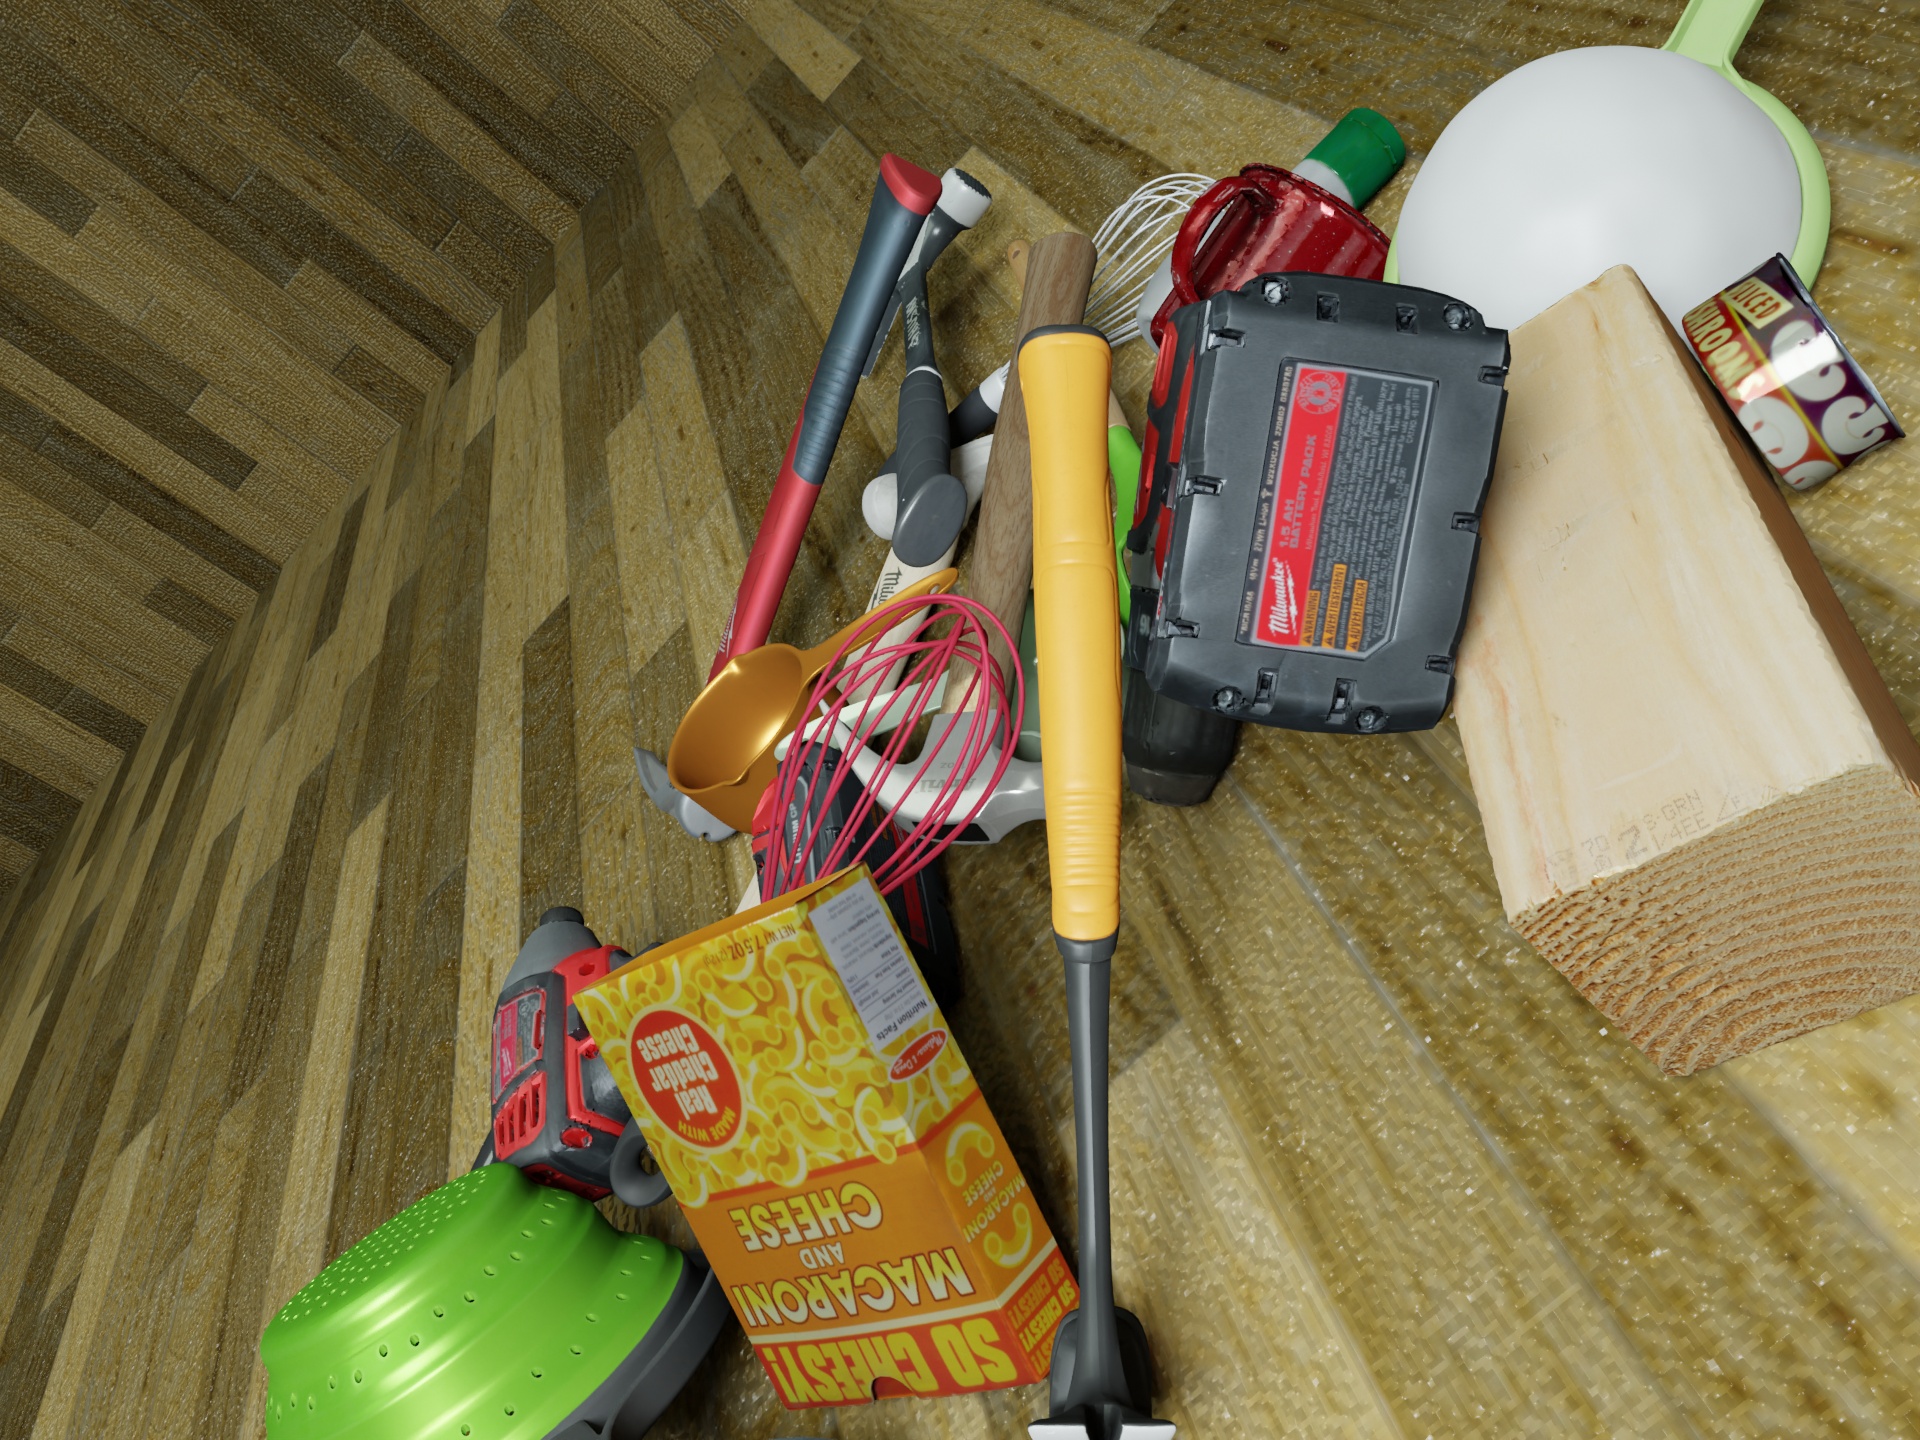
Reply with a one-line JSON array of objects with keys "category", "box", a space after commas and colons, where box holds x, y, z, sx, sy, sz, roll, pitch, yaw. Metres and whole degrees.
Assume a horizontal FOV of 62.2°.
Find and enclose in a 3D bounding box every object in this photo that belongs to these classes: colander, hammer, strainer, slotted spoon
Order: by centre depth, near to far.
[{"category": "hammer", "box": [0.035, 0.033, 0.470, 0.034, 0.127, 0.337, -2, 73, 4]}, {"category": "colander", "box": [-0.160, 0.224, 0.538, 0.204, 0.094, 0.397, -34, 6, -28]}, {"category": "strainer", "box": [0.238, -0.223, 0.548, 0.152, 0.069, 0.256, 29, 91, 37]}, {"category": "hammer", "box": [0.022, -0.095, 0.705, 0.130, 0.031, 0.332, -5, 55, 24]}, {"category": "slotted spoon", "box": [0.065, -0.148, 0.760, 0.070, 0.031, 0.314, -40, 42, 22]}, {"category": "hammer", "box": [-0.061, 0.026, 0.802, 0.146, 0.038, 0.411, -9, 51, 48]}, {"category": "hammer", "box": [-0.099, -0.130, 0.907, 0.143, 0.038, 0.386, 29, 99, 64]}, {"category": "hammer", "box": [-0.027, -0.199, 0.920, 0.149, 0.036, 0.409, -49, 23, 26]}]

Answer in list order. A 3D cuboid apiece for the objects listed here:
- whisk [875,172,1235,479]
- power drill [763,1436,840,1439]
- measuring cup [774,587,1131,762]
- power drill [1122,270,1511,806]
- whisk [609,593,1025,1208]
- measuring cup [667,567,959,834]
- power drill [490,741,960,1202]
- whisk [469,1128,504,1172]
[{"category": "whisk", "box": [0.046, -0.203, 0.885, 0.284, 0.070, 0.070, -34, 34, 37]}, {"category": "power drill", "box": [-0.113, 0.334, 0.502, 0.223, 0.080, 0.171, -26, 43, 33]}, {"category": "measuring cup", "box": [-0.001, -0.002, 0.700, 0.167, 0.038, 0.083, -18, 49, 17]}, {"category": "power drill", "box": [0.092, -0.048, 0.519, 0.227, 0.080, 0.188, -91, 9, -81]}, {"category": "whisk", "box": [-0.062, 0.077, 0.579, 0.295, 0.073, 0.073, -58, 25, 24]}, {"category": "measuring cup", "box": [-0.059, -0.010, 0.757, 0.173, 0.052, 0.095, -33, 36, 16]}, {"category": "power drill", "box": [-0.116, 0.109, 0.699, 0.219, 0.078, 0.143, -31, 46, 19]}, {"category": "whisk", "box": [-0.254, 0.278, 0.793, 0.055, 0.055, 0.239, -21, 37, 43]}]
